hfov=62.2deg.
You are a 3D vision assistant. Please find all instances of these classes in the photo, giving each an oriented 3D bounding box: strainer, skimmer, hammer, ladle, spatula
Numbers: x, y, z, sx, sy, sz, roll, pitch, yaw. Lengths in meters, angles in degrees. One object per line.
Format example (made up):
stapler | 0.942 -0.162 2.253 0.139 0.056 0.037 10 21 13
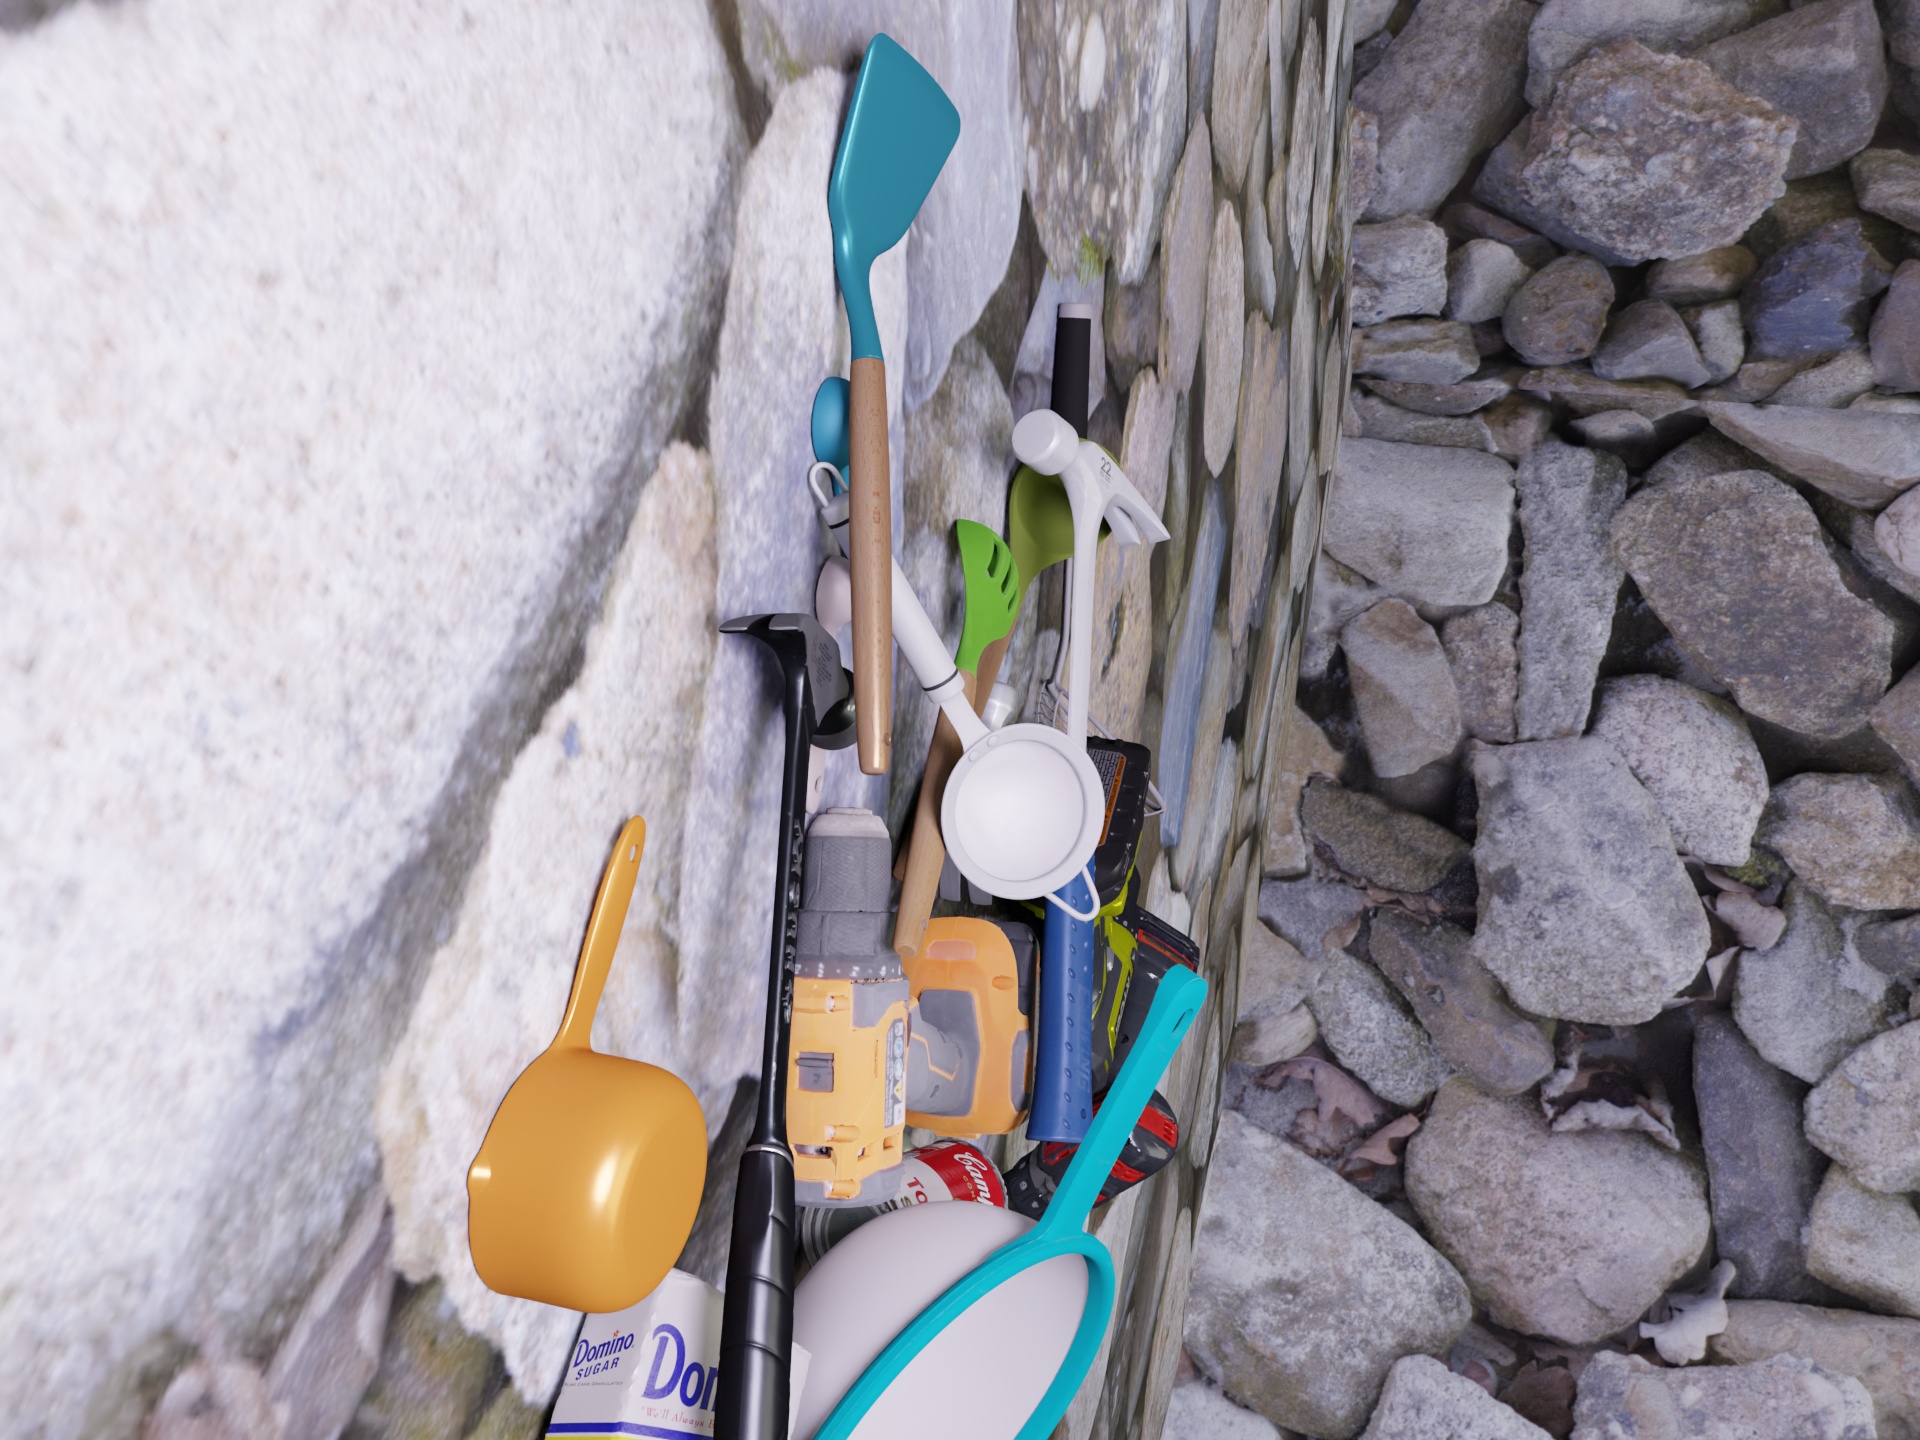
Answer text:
strainer | -0.002 0.243 0.728 0.210 0.095 0.340 18 102 -54
strainer | -0.004 -0.011 0.760 0.087 0.050 0.258 -36 111 -16
skimmer | 0.104 -0.107 1.125 0.127 0.090 0.363 -138 -133 -71
hammer | 0.040 0.103 1.103 0.330 0.033 0.128 65 36 -61
ladle | 0.027 -0.044 0.963 0.078 0.062 0.320 38 56 -27
hammer | 0.070 0.033 0.914 0.144 0.035 0.406 25 64 -53
spatula | -0.032 -0.134 0.695 0.082 0.044 0.318 18 68 -62
hammer | -0.072 0.150 0.607 0.149 0.036 0.409 70 20 -69

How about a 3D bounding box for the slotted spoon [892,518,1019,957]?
slotted spoon | -0.001 -0.003 0.837 0.314 0.031 0.070 -78 147 -45

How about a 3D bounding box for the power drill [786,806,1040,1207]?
power drill | -0.027 0.142 0.829 0.226 0.084 0.185 15 74 -68

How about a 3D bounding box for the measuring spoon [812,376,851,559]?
measuring spoon | -0.045 -0.102 0.754 0.042 0.021 0.128 -64 153 -46

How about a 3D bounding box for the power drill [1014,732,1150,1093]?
power drill | 0.086 0.117 1.076 0.228 0.080 0.191 83 20 -45

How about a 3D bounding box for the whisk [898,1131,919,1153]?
whisk | 0.007 0.330 0.989 0.059 0.058 0.246 -37 125 -9

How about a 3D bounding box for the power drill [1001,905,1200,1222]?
power drill | 0.094 0.268 1.193 0.188 0.080 0.227 -44 -160 39

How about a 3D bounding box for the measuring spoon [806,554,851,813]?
measuring spoon | -0.059 -0.016 0.755 0.034 0.018 0.124 -12 109 -72

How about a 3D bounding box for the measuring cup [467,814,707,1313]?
measuring cup | -0.117 0.122 0.567 0.095 0.052 0.174 40 61 -70
